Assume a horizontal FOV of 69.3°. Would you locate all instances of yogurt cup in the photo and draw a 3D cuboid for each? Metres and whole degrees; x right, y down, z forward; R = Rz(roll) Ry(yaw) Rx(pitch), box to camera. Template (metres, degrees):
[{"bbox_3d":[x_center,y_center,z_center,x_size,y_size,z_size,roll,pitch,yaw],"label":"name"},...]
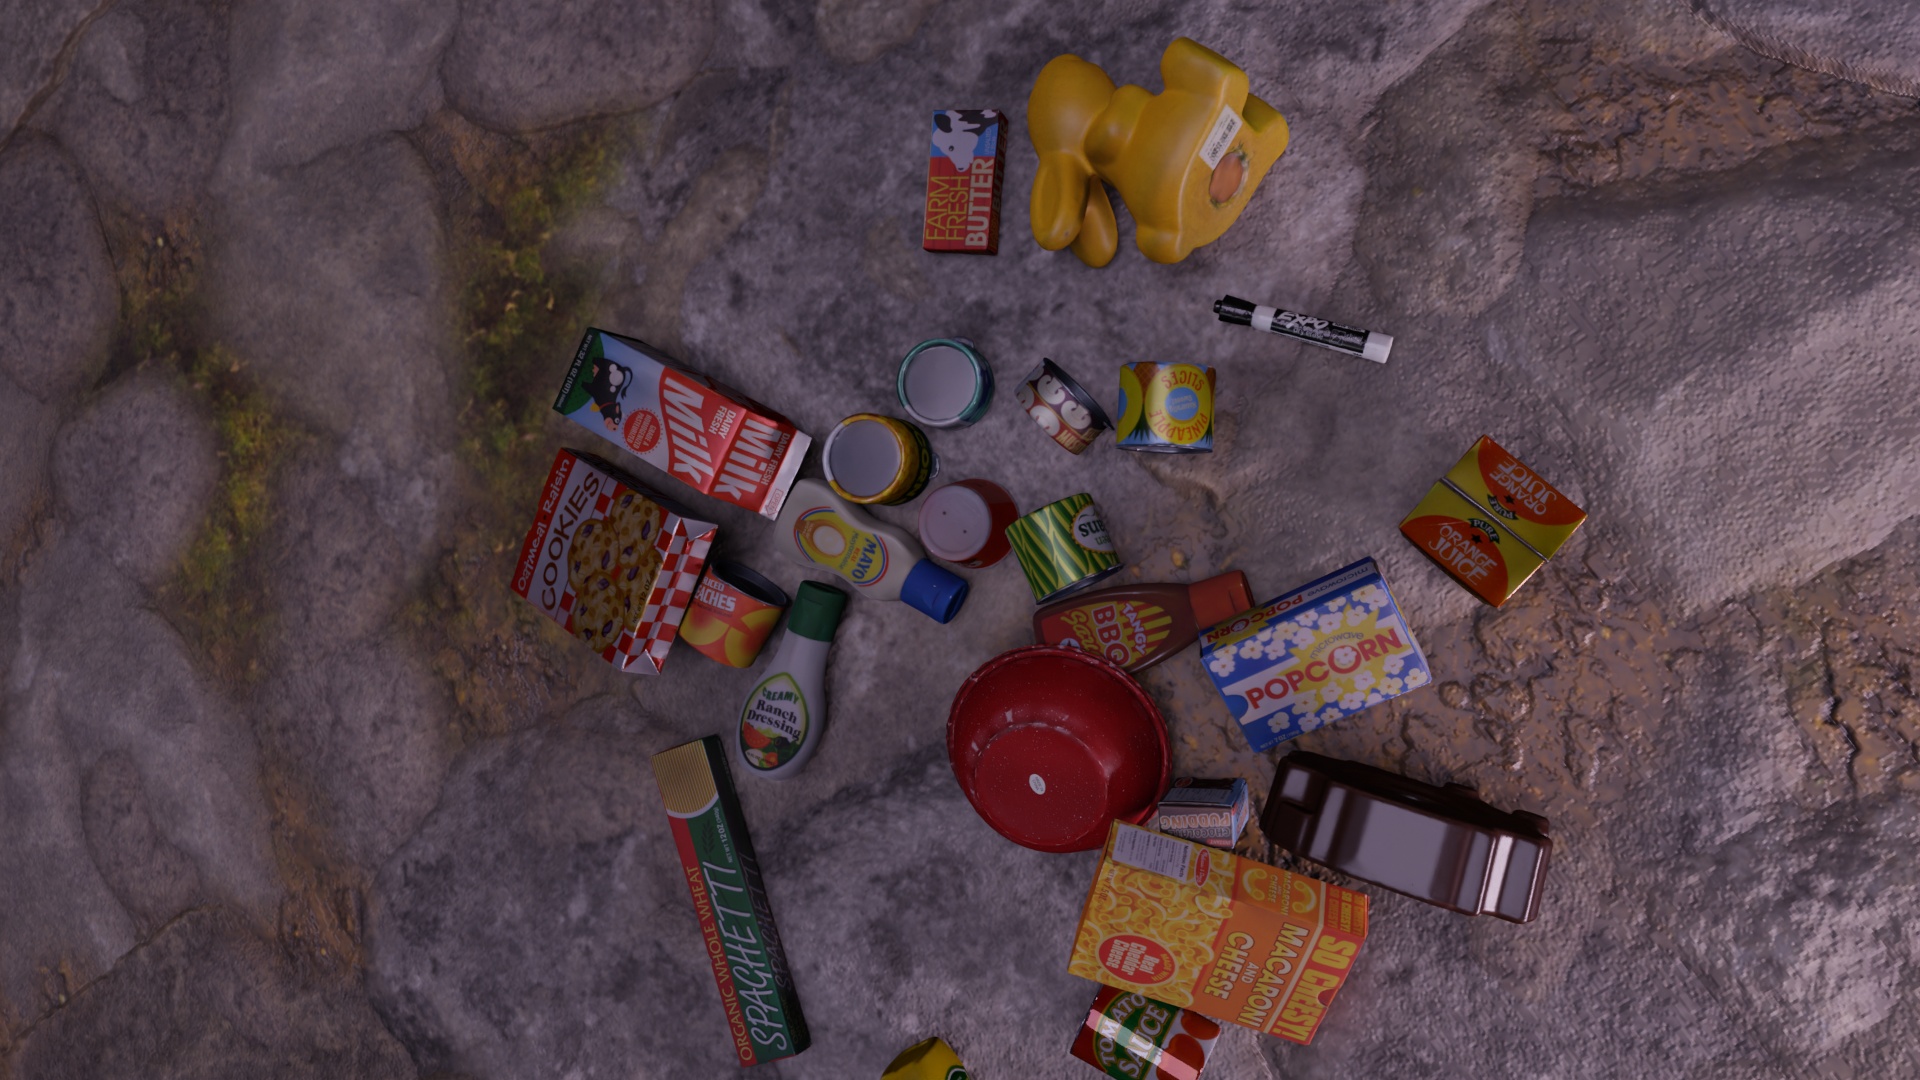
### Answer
[{"bbox_3d":[0.004,-0.012,0.997,0.072,0.054,0.072,0,89,17],"label":"yogurt cup"}]

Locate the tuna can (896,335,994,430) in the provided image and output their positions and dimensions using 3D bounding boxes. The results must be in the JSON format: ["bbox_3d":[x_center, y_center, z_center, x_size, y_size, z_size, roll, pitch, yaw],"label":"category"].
[{"bbox_3d":[-0.011,-0.116,1.014,0.071,0.033,0.071,0,90,18],"label":"tuna can"}]

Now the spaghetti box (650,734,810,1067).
[{"bbox_3d":[-0.176,0.275,1.063,0.050,0.029,0.250,-20,83,17],"label":"spaghetti box"}]

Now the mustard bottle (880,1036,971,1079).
[{"bbox_3d":[0.004,0.436,0.987,0.048,0.065,0.160,-34,85,20],"label":"mustard bottle"}]

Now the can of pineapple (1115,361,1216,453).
[{"bbox_3d":[0.140,-0.090,0.946,0.071,0.071,0.058,3,90,18],"label":"can of pineapple"}]

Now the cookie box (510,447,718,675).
[{"bbox_3d":[-0.270,0.013,1.062,0.168,0.040,0.122,27,97,39],"label":"cookie box"}]

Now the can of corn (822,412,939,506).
[{"bbox_3d":[-0.058,-0.059,1.015,0.071,0.058,0.071,0,90,18],"label":"can of corn"}]

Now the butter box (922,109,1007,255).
[{"bbox_3d":[0.003,-0.261,1.016,0.053,0.024,0.103,4,90,19],"label":"butter box"}]

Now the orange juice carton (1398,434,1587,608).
[{"bbox_3d":[0.312,-0.009,0.824,0.072,0.193,0.073,43,101,15],"label":"orange juice carton"}]

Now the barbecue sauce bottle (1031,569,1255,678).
[{"bbox_3d":[0.128,0.058,0.961,0.148,0.044,0.065,-18,89,17],"label":"barbecue sauce bottle"}]

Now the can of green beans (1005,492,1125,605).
[{"bbox_3d":[0.072,0.006,0.968,0.071,0.071,0.058,-25,82,16],"label":"can of green beans"}]

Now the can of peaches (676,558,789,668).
[{"bbox_3d":[-0.173,0.055,1.044,0.071,0.071,0.058,34,101,15],"label":"can of peaches"}]

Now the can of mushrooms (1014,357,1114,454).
[{"bbox_3d":[0.072,-0.092,0.969,0.033,0.071,0.071,-45,77,13],"label":"can of mushrooms"}]

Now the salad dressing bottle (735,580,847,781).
[{"bbox_3d":[-0.124,0.104,1.041,0.064,0.044,0.147,19,95,15],"label":"salad dressing bottle"}]

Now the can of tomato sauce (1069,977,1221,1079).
[{"bbox_3d":[0.126,0.339,0.943,0.083,0.071,0.071,26,97,16],"label":"can of tomato sauce"}]

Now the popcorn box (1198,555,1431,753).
[{"bbox_3d":[0.231,0.076,0.912,0.126,0.038,0.085,-26,111,16],"label":"popcorn box"}]

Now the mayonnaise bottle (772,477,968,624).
[{"bbox_3d":[-0.065,0.011,1.024,0.148,0.041,0.064,29,104,17],"label":"mayonnaise bottle"}]

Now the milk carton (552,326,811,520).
[{"bbox_3d":[-0.204,-0.088,1.055,0.191,0.073,0.072,27,98,16],"label":"milk carton"}]

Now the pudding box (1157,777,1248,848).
[{"bbox_3d":[0.163,0.180,0.927,0.049,0.084,0.030,-2,92,18],"label":"pudding box"}]

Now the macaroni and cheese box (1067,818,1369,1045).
[{"bbox_3d":[0.163,0.257,0.901,0.166,0.040,0.123,16,129,7],"label":"macaroni and cheese box"}]
